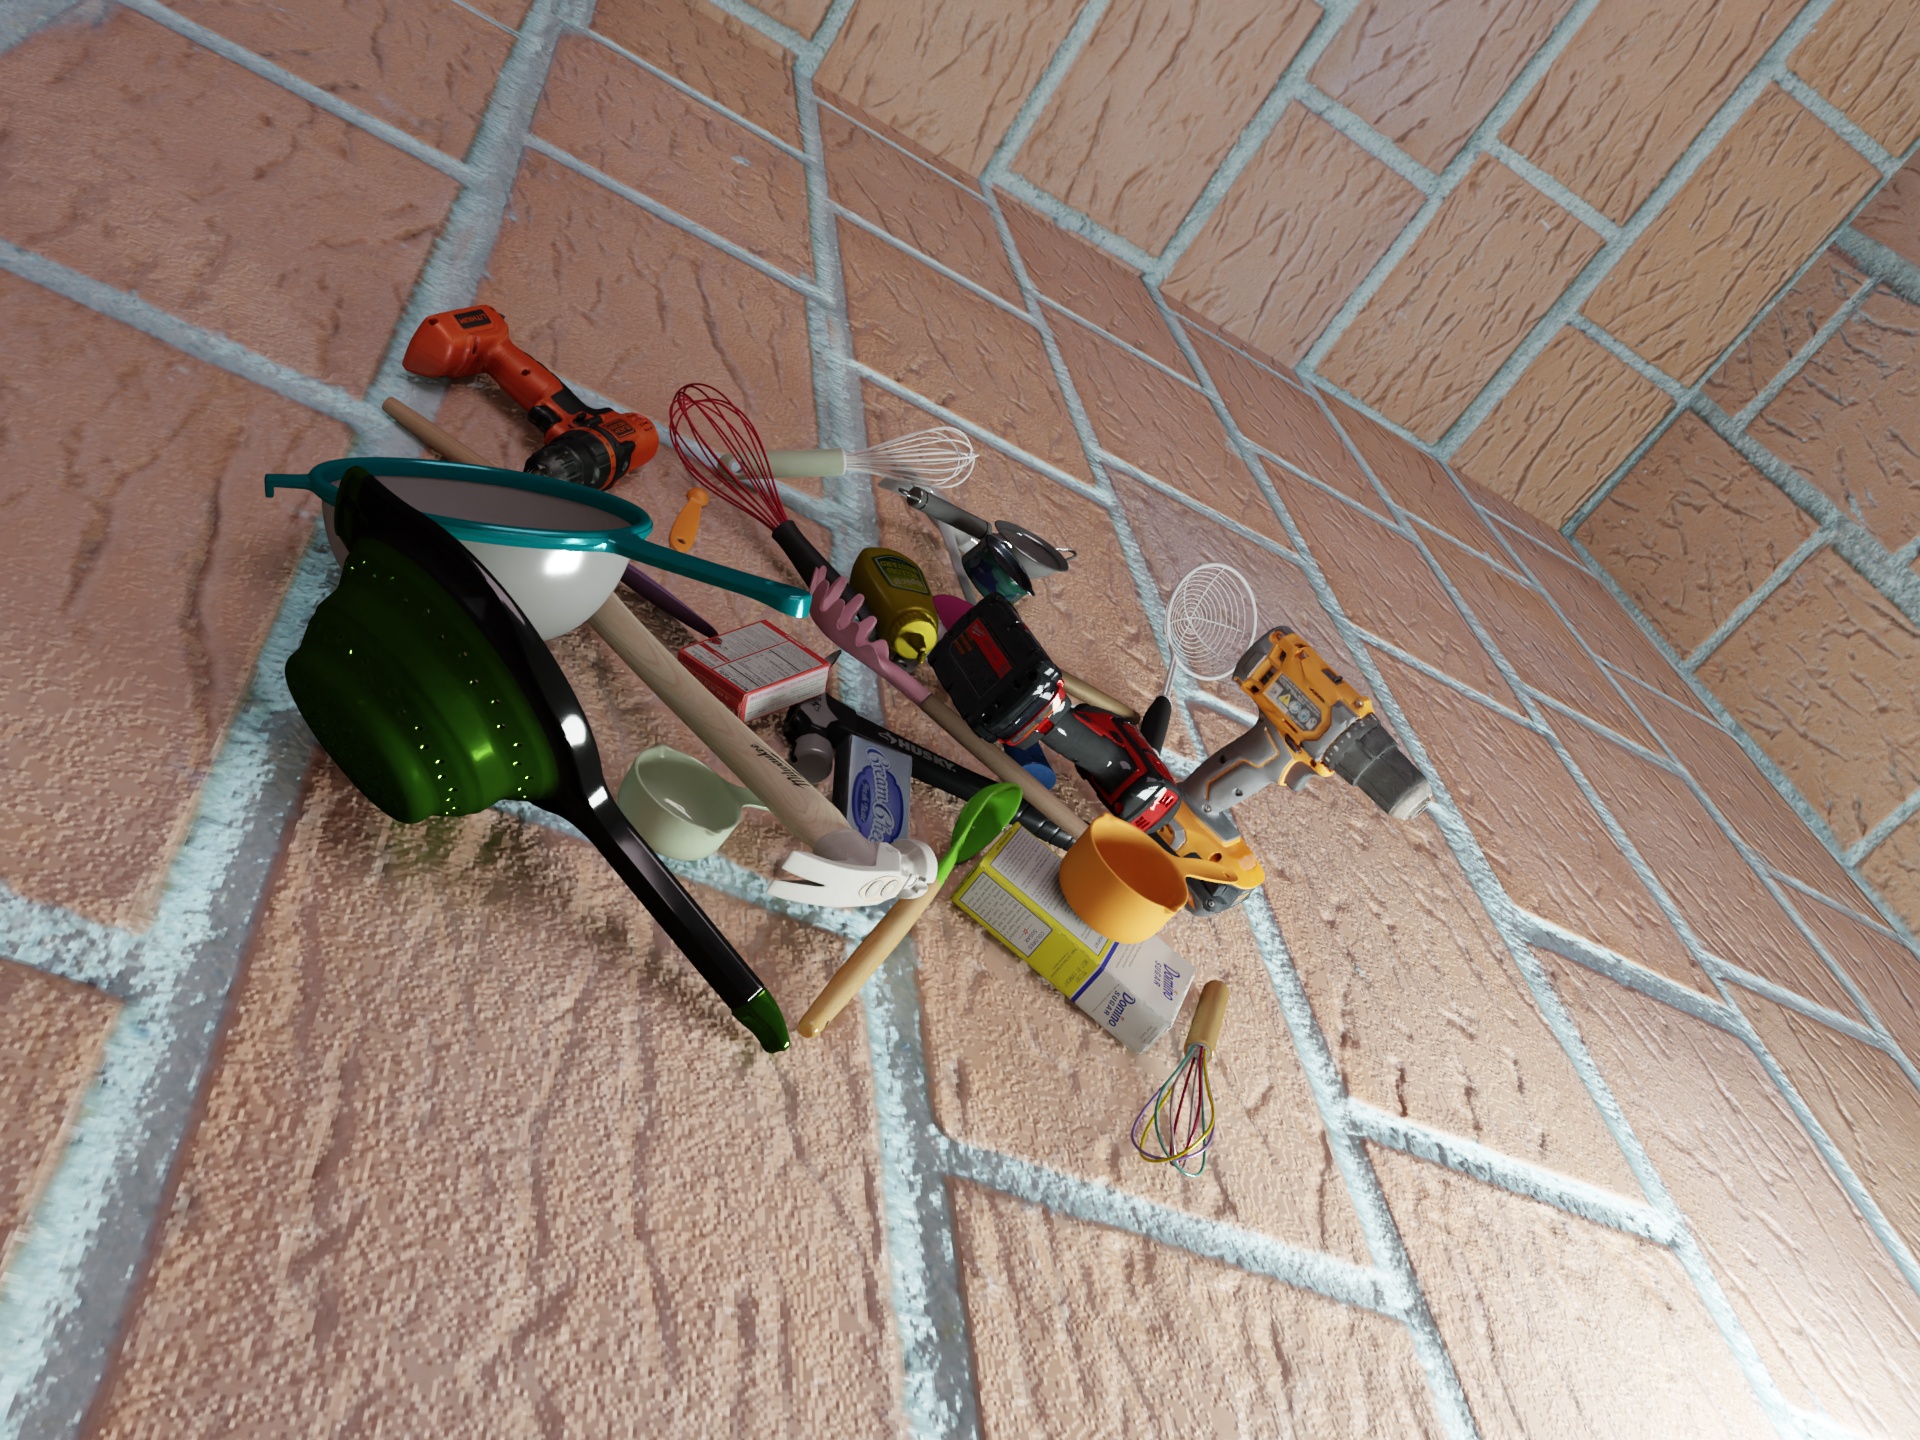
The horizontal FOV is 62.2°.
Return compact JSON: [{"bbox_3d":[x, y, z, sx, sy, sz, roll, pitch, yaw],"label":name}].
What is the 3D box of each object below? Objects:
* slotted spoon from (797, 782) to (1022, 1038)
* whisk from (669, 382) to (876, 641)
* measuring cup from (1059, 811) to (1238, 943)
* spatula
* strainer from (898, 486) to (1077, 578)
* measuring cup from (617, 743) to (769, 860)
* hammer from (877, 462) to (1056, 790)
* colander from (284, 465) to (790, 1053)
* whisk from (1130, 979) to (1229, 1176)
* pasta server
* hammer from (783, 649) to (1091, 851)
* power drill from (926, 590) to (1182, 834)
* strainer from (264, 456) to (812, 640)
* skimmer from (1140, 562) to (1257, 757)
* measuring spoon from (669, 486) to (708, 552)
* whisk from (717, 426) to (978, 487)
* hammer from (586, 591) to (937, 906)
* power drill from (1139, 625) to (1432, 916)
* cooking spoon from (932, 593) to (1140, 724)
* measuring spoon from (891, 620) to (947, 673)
[{"bbox_3d":[-0.030,0.120,1.067,0.031,0.070,0.314,30,33,10],"label":"slotted spoon"},{"bbox_3d":[-0.165,-0.180,1.376,0.296,0.073,0.073,52,30,15],"label":"whisk"},{"bbox_3d":[0.141,0.123,1.168,0.173,0.052,0.095,12,36,-47],"label":"measuring cup"},{"bbox_3d":[-0.308,-0.150,1.198,0.316,0.018,0.059,35,-13,4],"label":"spatula"},{"bbox_3d":[0.023,-0.178,1.514,0.258,0.050,0.087,19,24,-50],"label":"strainer"},{"bbox_3d":[-0.152,0.062,1.039,0.167,0.038,0.083,13,32,-49],"label":"measuring cup"},{"bbox_3d":[0.013,-0.089,1.444,0.143,0.035,0.406,37,24,-38],"label":"hammer"},{"bbox_3d":[-0.247,0.052,0.875,0.094,0.204,0.397,-41,95,-28],"label":"colander"},{"bbox_3d":[0.168,0.243,1.114,0.051,0.047,0.245,37,24,3],"label":"whisk"},{"bbox_3d":[-0.002,-0.004,1.236,0.316,0.040,0.060,40,13,3],"label":"pasta server"},{"bbox_3d":[0.015,0.052,1.247,0.334,0.035,0.146,25,30,-21],"label":"hammer"},{"bbox_3d":[0.080,-0.003,1.268,0.219,0.078,0.143,36,15,-40],"label":"power drill"},{"bbox_3d":[-0.252,-0.084,1.002,0.340,0.095,0.211,18,16,18],"label":"strainer"},{"bbox_3d":[0.239,-0.050,1.609,0.127,0.090,0.363,66,23,-20],"label":"skimmer"},{"bbox_3d":[-0.228,-0.171,1.342,0.021,0.011,0.117,28,28,-15],"label":"measuring spoon"},{"bbox_3d":[-0.102,-0.240,1.473,0.246,0.057,0.059,-5,15,-15],"label":"whisk"},{"bbox_3d":[-0.191,-0.020,1.058,0.411,0.038,0.146,42,17,27],"label":"hammer"},{"bbox_3d":[0.257,0.062,1.300,0.185,0.226,0.084,47,29,20],"label":"power drill"},{"bbox_3d":[0.075,-0.044,1.413,0.318,0.017,0.069,24,34,-49],"label":"cooking spoon"},{"bbox_3d":[-0.035,-0.066,1.392,0.034,0.018,0.124,37,25,1],"label":"measuring spoon"}]
